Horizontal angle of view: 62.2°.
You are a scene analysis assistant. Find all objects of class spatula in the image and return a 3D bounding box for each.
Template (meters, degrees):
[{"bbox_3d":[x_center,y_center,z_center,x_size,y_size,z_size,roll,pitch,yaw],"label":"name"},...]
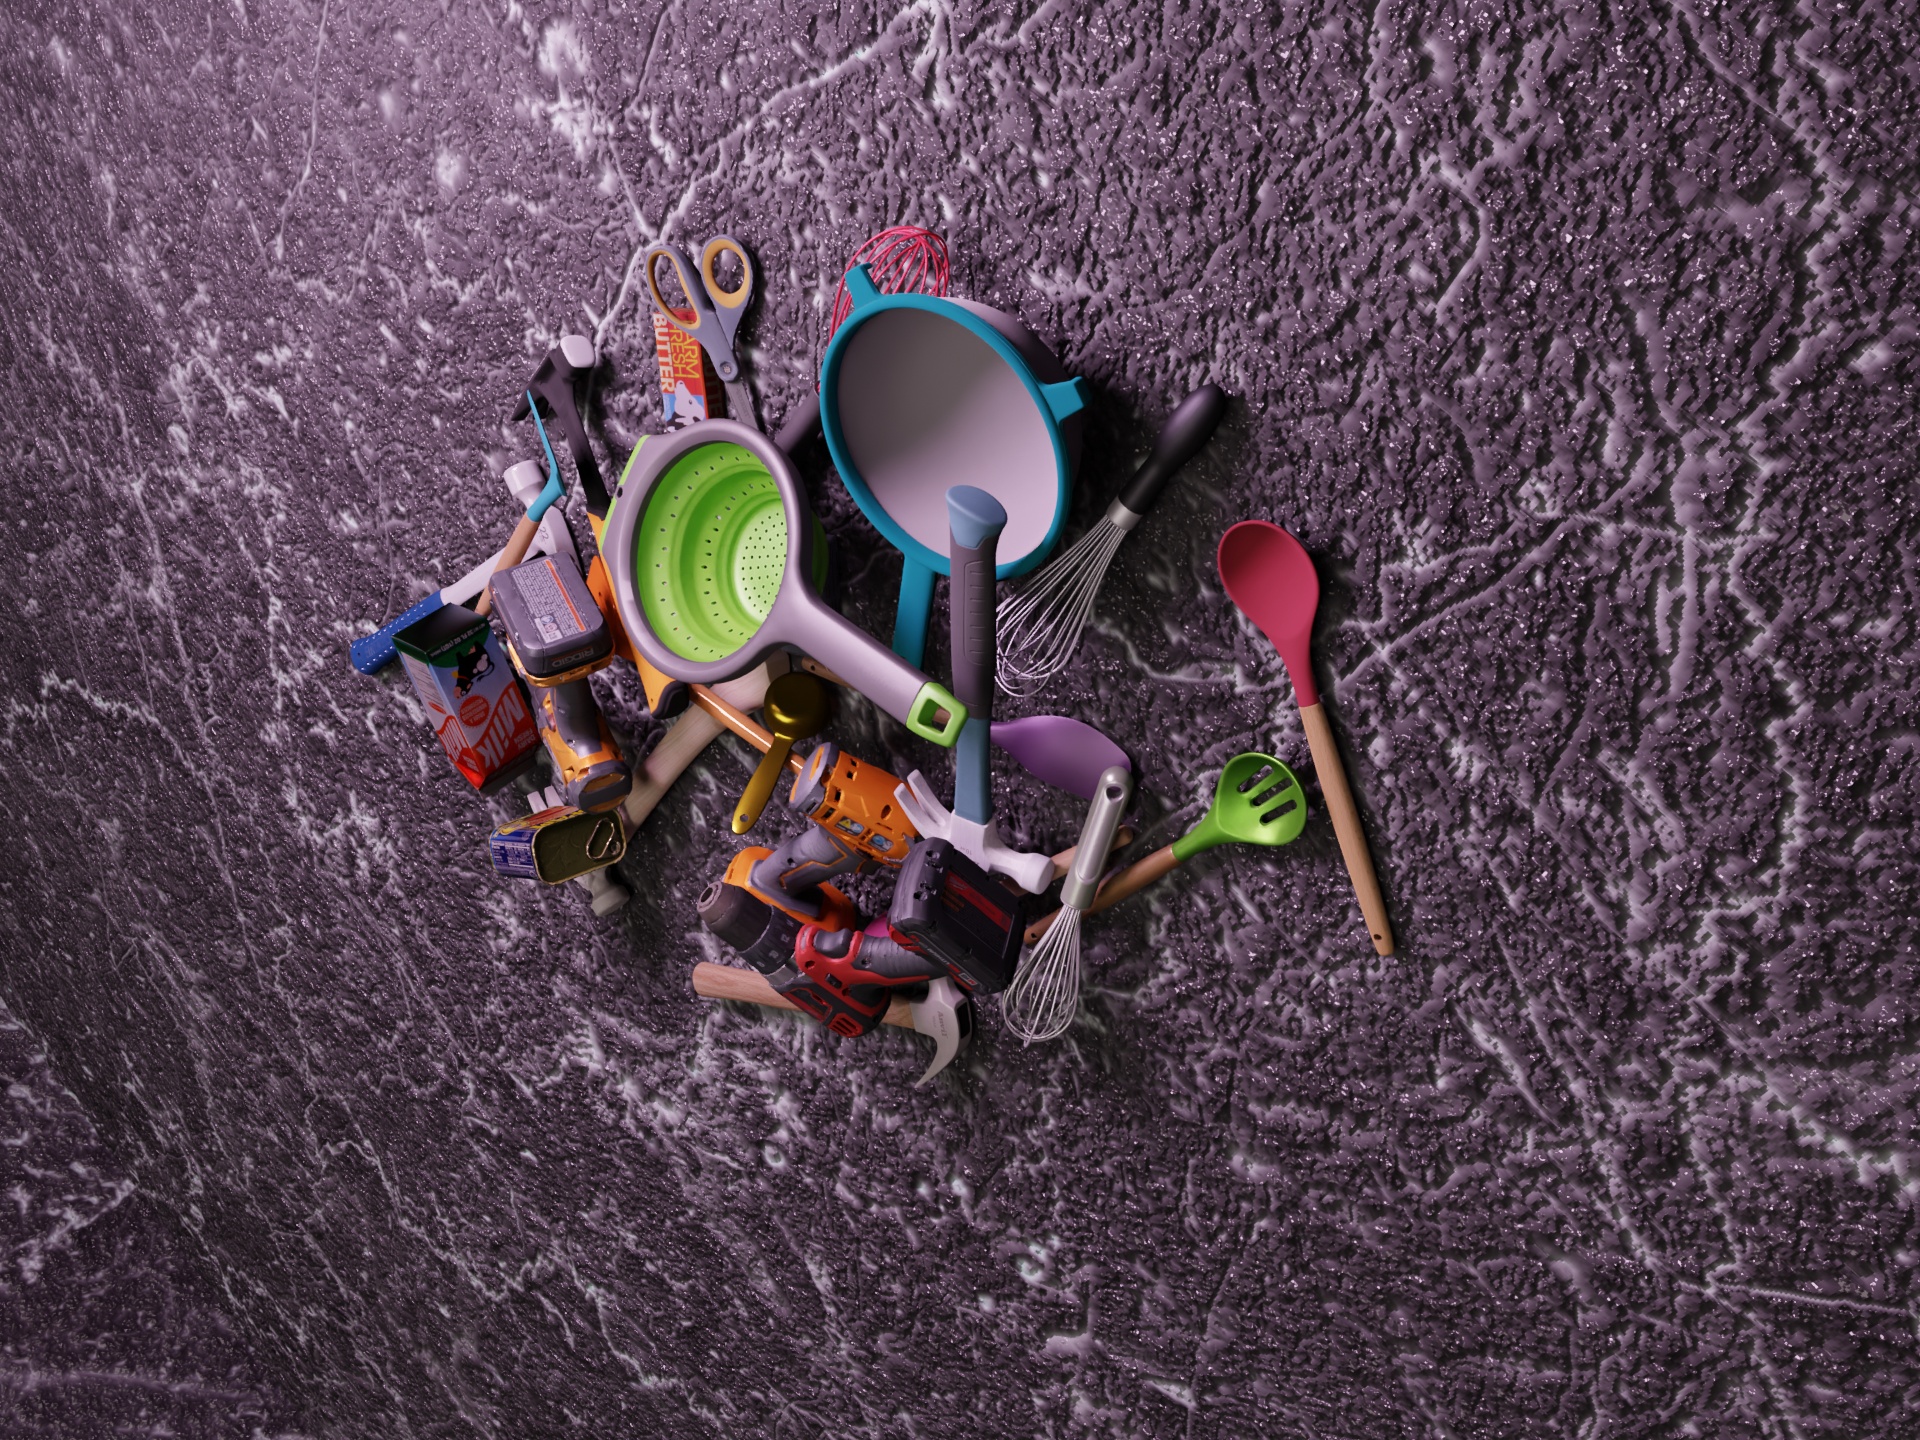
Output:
[{"bbox_3d":[-0.401,-0.171,1.428,0.317,0.044,0.082,-43,64,48],"label":"spatula"},{"bbox_3d":[-0.002,-0.004,1.262,0.316,0.018,0.059,20,117,30],"label":"spatula"},{"bbox_3d":[-0.235,-0.035,1.392,0.323,0.041,0.081,34,123,23],"label":"spatula"}]

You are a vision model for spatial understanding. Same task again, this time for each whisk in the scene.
[{"bbox_3d":[-0.092,-0.261,1.204,0.073,0.073,0.295,53,136,9],"label":"whisk"},{"bbox_3d":[0.085,0.144,1.205,0.058,0.059,0.246,17,112,0],"label":"whisk"},{"bbox_3d":[0.098,-0.122,1.113,0.070,0.070,0.284,47,125,14],"label":"whisk"}]

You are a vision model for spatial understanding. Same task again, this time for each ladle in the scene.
[{"bbox_3d":[0.243,0.013,1.067,0.069,0.031,0.315,-10,103,43],"label":"ladle"}]

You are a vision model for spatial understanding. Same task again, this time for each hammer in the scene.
[{"bbox_3d":[-0.511,-0.120,1.612,0.405,0.035,0.144,-22,93,42],"label":"hammer"},{"bbox_3d":[-0.125,0.257,1.458,0.331,0.031,0.130,0,107,39],"label":"hammer"},{"bbox_3d":[-0.283,0.035,1.492,0.410,0.038,0.146,-42,79,41],"label":"hammer"},{"bbox_3d":[-0.308,-0.157,1.382,0.127,0.034,0.337,-33,74,49],"label":"hammer"},{"bbox_3d":[0.011,-0.018,1.152,0.128,0.033,0.330,19,132,24],"label":"hammer"}]

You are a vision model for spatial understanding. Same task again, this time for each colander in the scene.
[{"bbox_3d":[-0.116,-0.088,1.209,0.397,0.094,0.204,35,108,33],"label":"colander"}]

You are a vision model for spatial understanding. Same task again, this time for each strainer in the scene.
[{"bbox_3d":[0.001,-0.166,1.155,0.211,0.095,0.340,33,140,19],"label":"strainer"}]

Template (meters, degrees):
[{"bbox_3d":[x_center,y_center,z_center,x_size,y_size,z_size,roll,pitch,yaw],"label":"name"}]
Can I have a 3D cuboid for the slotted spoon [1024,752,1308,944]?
[{"bbox_3d":[0.145,0.106,1.184,0.313,0.031,0.070,-38,83,43],"label":"slotted spoon"}]

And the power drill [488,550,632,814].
[{"bbox_3d":[-0.362,-0.047,1.433,0.186,0.084,0.226,55,157,34],"label":"power drill"}]

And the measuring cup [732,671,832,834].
[{"bbox_3d":[-0.153,0.024,1.309,0.062,0.157,0.029,17,148,8],"label":"measuring cup"}]

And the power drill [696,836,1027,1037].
[{"bbox_3d":[-0.082,0.167,1.252,0.226,0.080,0.187,-25,125,39],"label":"power drill"}]

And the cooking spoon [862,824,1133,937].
[{"bbox_3d":[0.017,0.147,1.293,0.319,0.017,0.069,-30,53,37],"label":"cooking spoon"}]

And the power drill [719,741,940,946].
[{"bbox_3d":[-0.097,0.125,1.331,0.164,0.084,0.226,29,132,-16],"label":"power drill"}]
